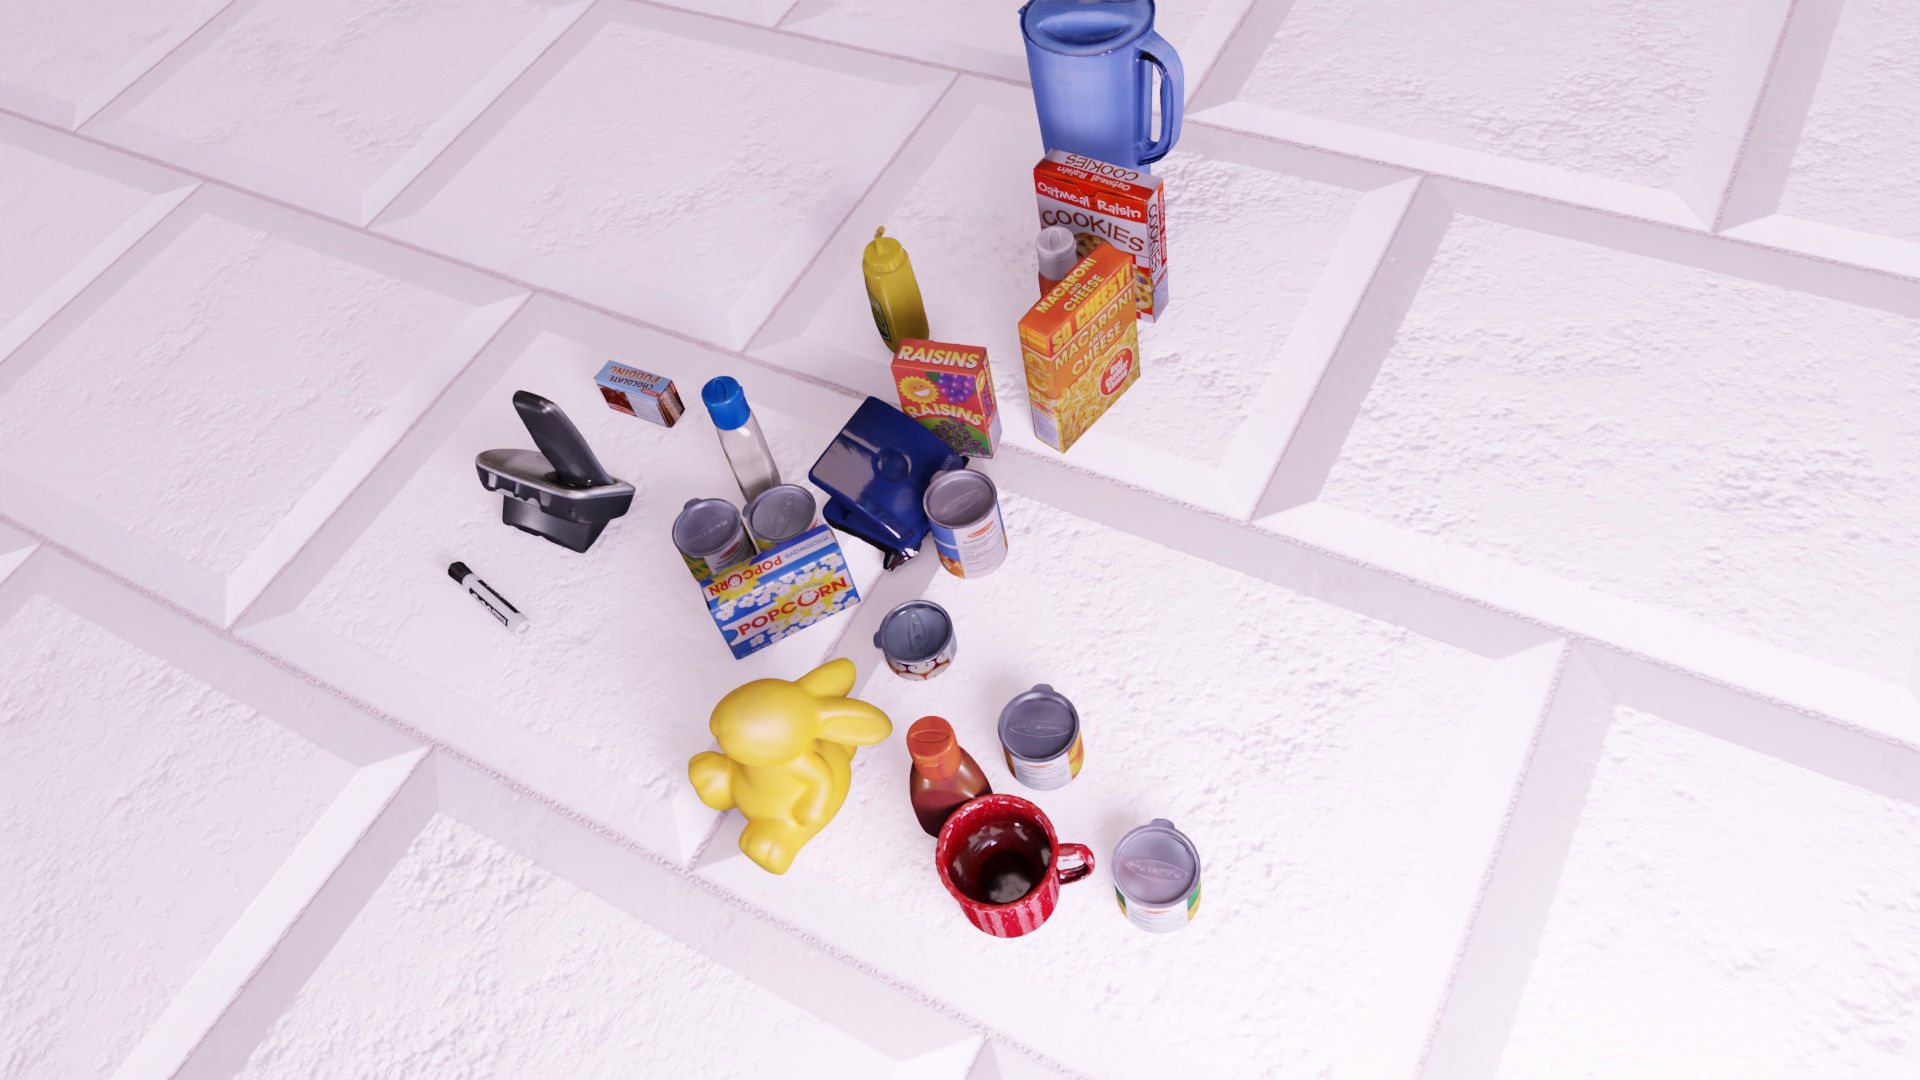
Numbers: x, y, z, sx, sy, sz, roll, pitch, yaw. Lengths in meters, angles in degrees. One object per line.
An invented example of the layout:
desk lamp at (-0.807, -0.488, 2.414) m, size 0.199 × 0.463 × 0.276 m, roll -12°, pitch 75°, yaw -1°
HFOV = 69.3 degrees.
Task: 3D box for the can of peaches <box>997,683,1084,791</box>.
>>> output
can of peaches at (0.067, 0.162, 1.135) m, size 0.071 × 0.057 × 0.071 m, roll -5°, pitch 54°, yaw 7°

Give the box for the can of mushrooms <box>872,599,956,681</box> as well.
can of mushrooms at (-0.039, 0.088, 1.221) m, size 0.071 × 0.033 × 0.071 m, roll -5°, pitch 54°, yaw 7°

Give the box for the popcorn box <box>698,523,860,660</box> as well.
popcorn box at (-0.160, 0.046, 1.241) m, size 0.127 × 0.084 × 0.038 m, roll -26°, pitch 55°, yaw -8°

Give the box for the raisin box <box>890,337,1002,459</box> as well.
raisin box at (-0.011, -0.135, 1.319) m, size 0.086 × 0.122 × 0.040 m, roll 9°, pitch 58°, yaw 17°

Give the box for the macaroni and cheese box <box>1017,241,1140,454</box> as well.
macaroni and cheese box at (0.113, -0.178, 1.301) m, size 0.040 × 0.165 × 0.124 m, roll 33°, pitch 66°, yaw 28°

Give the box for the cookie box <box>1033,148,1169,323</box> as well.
cookie box at (0.142, -0.300, 1.382) m, size 0.123 × 0.166 × 0.040 m, roll 22°, pitch 62°, yaw 23°

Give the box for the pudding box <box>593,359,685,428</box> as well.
pudding box at (-0.331, -0.151, 1.435) m, size 0.084 × 0.049 × 0.030 m, roll 18°, pitch 60°, yaw 22°

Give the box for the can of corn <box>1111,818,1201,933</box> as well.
can of corn at (0.150, 0.255, 1.053) m, size 0.071 × 0.058 × 0.071 m, roll -5°, pitch 54°, yaw 7°

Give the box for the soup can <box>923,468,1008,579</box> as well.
soup can at (0.004, -0.016, 1.256) m, size 0.071 × 0.083 × 0.072 m, roll -5°, pitch 55°, yaw 7°

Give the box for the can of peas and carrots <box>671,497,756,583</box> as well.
can of peas and carrots at (-0.231, 0.002, 1.302) m, size 0.071 × 0.058 × 0.071 m, roll -5°, pitch 54°, yaw 7°

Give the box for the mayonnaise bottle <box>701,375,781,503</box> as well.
mayonnaise bottle at (-0.206, -0.095, 1.311) m, size 0.041 × 0.147 × 0.065 m, roll -19°, pitch 54°, yaw -3°

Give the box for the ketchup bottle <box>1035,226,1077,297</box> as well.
ketchup bottle at (0.100, -0.241, 1.359) m, size 0.043 × 0.148 × 0.065 m, roll -4°, pitch 55°, yaw 8°

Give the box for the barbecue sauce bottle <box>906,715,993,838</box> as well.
barbecue sauce bottle at (-0.011, 0.186, 1.076) m, size 0.065 × 0.147 × 0.044 m, roll -1°, pitch 55°, yaw 10°

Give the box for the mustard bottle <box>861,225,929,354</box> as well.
mustard bottle at (-0.070, -0.256, 1.393) m, size 0.049 × 0.159 × 0.065 m, roll -28°, pitch 55°, yaw -9°

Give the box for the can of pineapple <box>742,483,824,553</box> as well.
can of pineapple at (-0.162, -0.011, 1.299) m, size 0.071 × 0.057 × 0.071 m, roll -5°, pitch 54°, yaw 7°
